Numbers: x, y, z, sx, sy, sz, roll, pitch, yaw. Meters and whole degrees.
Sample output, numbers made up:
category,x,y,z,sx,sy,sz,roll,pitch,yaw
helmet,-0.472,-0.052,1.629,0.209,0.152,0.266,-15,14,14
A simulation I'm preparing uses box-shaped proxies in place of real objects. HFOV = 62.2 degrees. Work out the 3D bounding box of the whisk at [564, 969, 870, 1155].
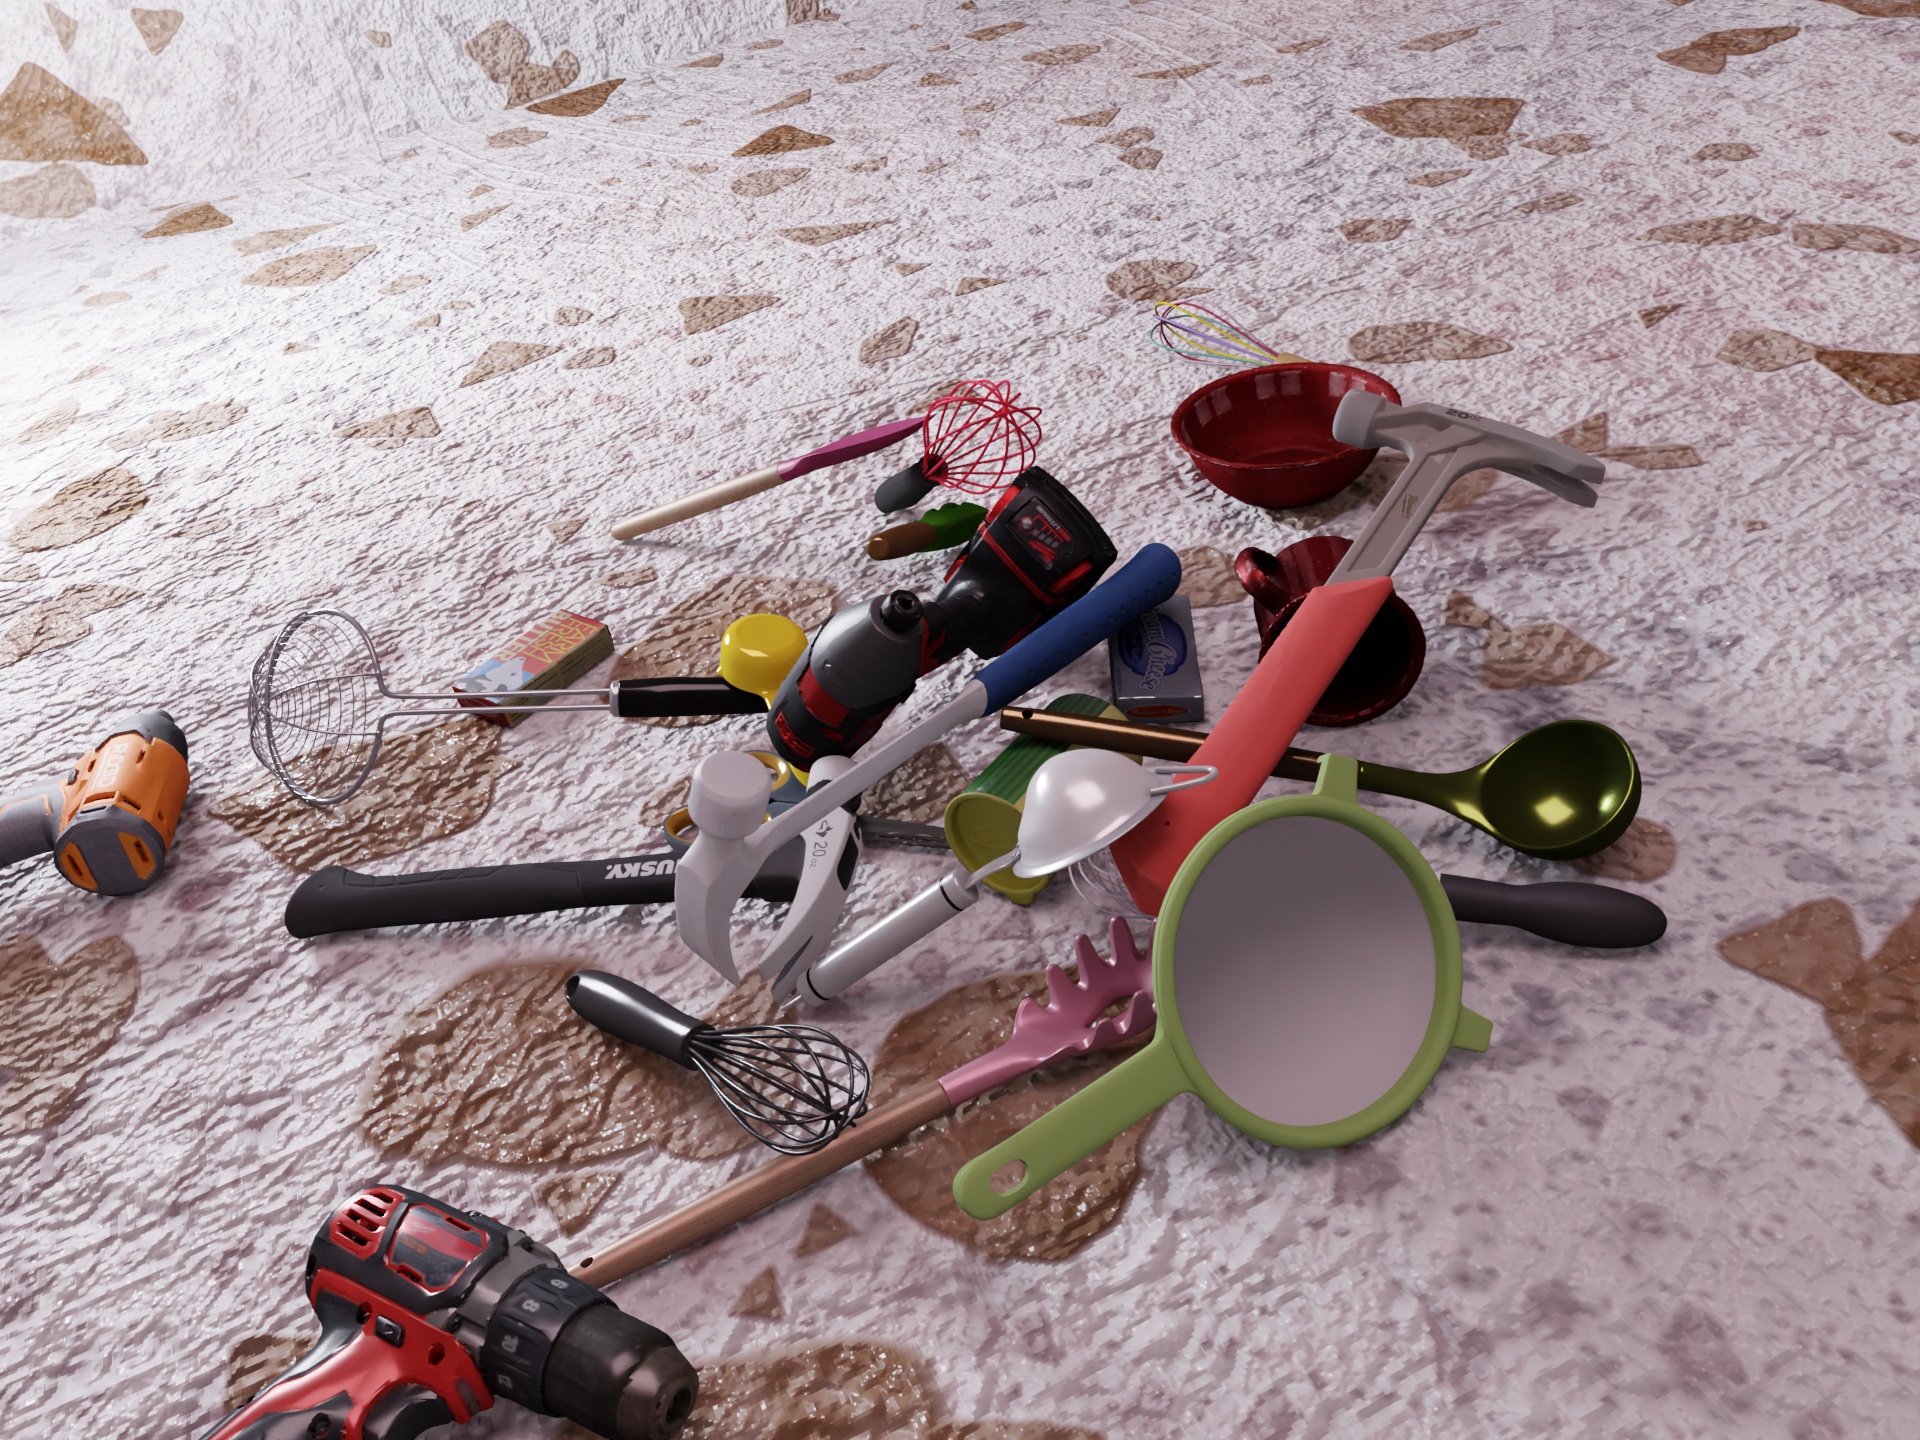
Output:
category,x,y,z,sx,sy,sz,roll,pitch,yaw
whisk,-0.124,0.151,0.752,0.239,0.055,0.055,9,39,47

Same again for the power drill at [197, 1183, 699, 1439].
category,x,y,z,sx,sy,sz,roll,pitch,yaw
power drill,-0.227,0.288,0.598,0.188,0.080,0.227,12,39,29

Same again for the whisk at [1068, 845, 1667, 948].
category,x,y,z,sx,sy,sz,roll,pitch,yaw
whisk,0.192,0.079,0.778,0.284,0.070,0.070,6,39,15

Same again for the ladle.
category,x,y,z,sx,sy,sz,roll,pitch,yaw
ladle,0.178,0.016,0.811,0.320,0.062,0.078,9,55,7

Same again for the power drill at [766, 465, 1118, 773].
category,x,y,z,sx,sy,sz,roll,pitch,yaw
power drill,-0.011,-0.061,0.936,0.078,0.143,0.220,48,49,7

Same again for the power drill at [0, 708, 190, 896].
category,x,y,z,sx,sy,sz,roll,pitch,yaw
power drill,-0.613,0.059,1.019,0.226,0.084,0.164,-12,34,-7

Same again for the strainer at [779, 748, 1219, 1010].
category,x,y,z,sx,sy,sz,roll,pitch,yaw
strainer,0.004,0.075,0.758,0.258,0.050,0.087,-36,9,22

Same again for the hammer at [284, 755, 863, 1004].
category,x,y,z,sx,sy,sz,roll,pitch,yaw
hammer,-0.221,0.096,0.881,0.335,0.035,0.146,-6,44,12

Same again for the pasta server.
category,x,y,z,sx,sy,sz,roll,pitch,yaw
pasta server,-0.034,0.176,0.723,0.316,0.040,0.060,-24,27,-14

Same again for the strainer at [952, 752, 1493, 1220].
category,x,y,z,sx,sy,sz,roll,pitch,yaw
strainer,0.099,0.135,0.694,0.256,0.151,0.069,-30,4,-18

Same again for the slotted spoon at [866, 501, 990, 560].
category,x,y,z,sx,sy,sz,roll,pitch,yaw
slotted spoon,-0.025,-0.118,1.005,0.070,0.031,0.314,-20,6,10

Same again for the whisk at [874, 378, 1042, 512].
category,x,y,z,sx,sy,sz,roll,pitch,yaw
whisk,-0.013,-0.174,1.083,0.073,0.073,0.296,-24,5,-17

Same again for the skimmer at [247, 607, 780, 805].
category,x,y,z,sx,sy,sz,roll,pitch,yaw
skimmer,-0.282,-0.012,1.034,0.363,0.127,0.090,-2,-2,-5

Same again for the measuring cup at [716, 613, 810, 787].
category,x,y,z,sx,sy,sz,roll,pitch,yaw
measuring cup,-0.107,-0.015,0.972,0.062,0.029,0.157,-8,39,-19

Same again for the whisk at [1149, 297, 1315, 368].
category,x,y,z,sx,sy,sz,roll,pitch,yaw
whisk,0.241,-0.295,1.286,0.051,0.047,0.245,-30,42,-25

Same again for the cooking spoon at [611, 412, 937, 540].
category,x,y,z,sx,sy,sz,roll,pitch,yaw
cooking spoon,-0.147,-0.175,1.164,0.319,0.017,0.069,-12,17,36

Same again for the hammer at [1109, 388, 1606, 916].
category,x,y,z,sx,sy,sz,roll,pitch,yaw
hammer,0.192,-0.039,0.812,0.149,0.036,0.359,25,59,25

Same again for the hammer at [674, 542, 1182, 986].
category,x,y,z,sx,sy,sz,roll,pitch,yaw
hammer,-0.001,-0.003,0.849,0.035,0.144,0.405,35,43,20
